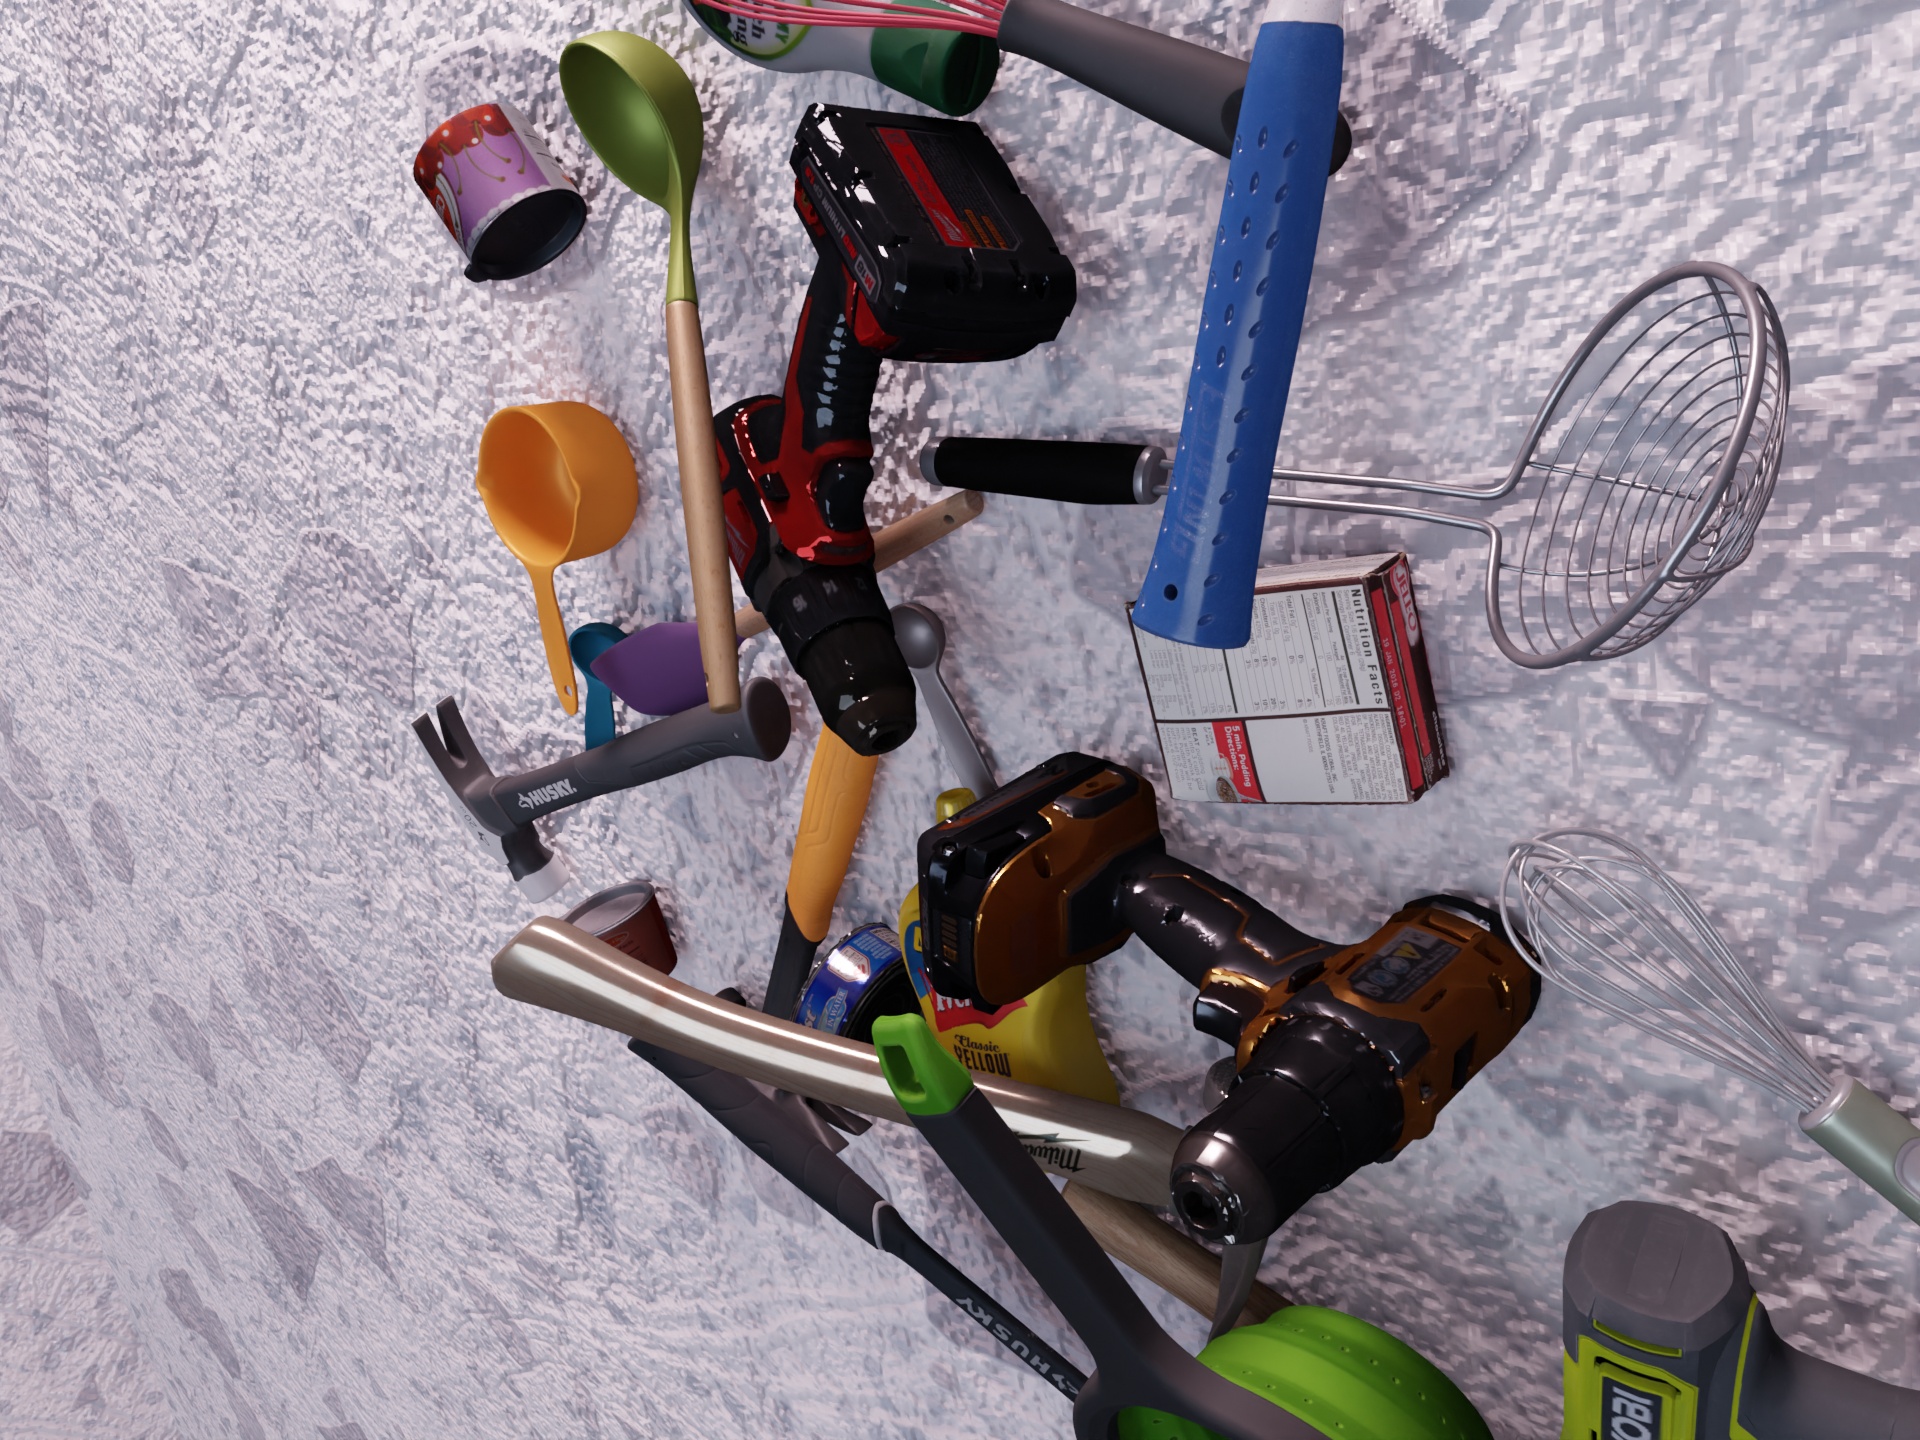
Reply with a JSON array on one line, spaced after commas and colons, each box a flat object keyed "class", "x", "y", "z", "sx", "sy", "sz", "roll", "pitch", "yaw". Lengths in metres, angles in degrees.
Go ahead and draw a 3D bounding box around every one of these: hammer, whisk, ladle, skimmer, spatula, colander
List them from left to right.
[{"class": "hammer", "x": -0.211, "y": 0.024, "z": 0.938, "sx": 0.335, "sy": 0.035, "sz": 0.146, "roll": -17, "pitch": 111, "yaw": 46}, {"class": "ladle", "x": -0.131, "y": -0.156, "z": 0.695, "sx": 0.078, "sy": 0.062, "sz": 0.320, "roll": 133, "pitch": 131, "yaw": -67}, {"class": "spatula", "x": -0.096, "y": -0.055, "z": 0.819, "sx": 0.059, "sy": 0.018, "sz": 0.316, "roll": 45, "pitch": 139, "yaw": -21}, {"class": "hammer", "x": -0.075, "y": 0.093, "z": 0.866, "sx": 0.127, "sy": 0.034, "sz": 0.336, "roll": 36, "pitch": 131, "yaw": 25}, {"class": "hammer", "x": -0.051, "y": 0.180, "z": 0.774, "sx": 0.411, "sy": 0.038, "sz": 0.146, "roll": 13, "pitch": 115, "yaw": 20}, {"class": "hammer", "x": -0.028, "y": 0.297, "z": 0.889, "sx": 0.409, "sy": 0.036, "sz": 0.149, "roll": 36, "pitch": 134, "yaw": 14}, {"class": "whisk", "x": 0.001, "y": -0.257, "z": 0.565, "sx": 0.296, "sy": 0.073, "sz": 0.073, "roll": 26, "pitch": 129, "yaw": 9}, {"class": "colander", "x": 0.108, "y": 0.250, "z": 0.645, "sx": 0.397, "sy": 0.094, "sz": 0.204, "roll": 54, "pitch": 146, "yaw": -11}, {"class": "skimmer", "x": 0.102, "y": -0.096, "z": 0.564, "sx": 0.363, "sy": 0.090, "sz": 0.127, "roll": 13, "pitch": 82, "yaw": 42}, {"class": "hammer", "x": 0.109, "y": -0.219, "z": 0.476, "sx": 0.144, "sy": 0.035, "sz": 0.405, "roll": 20, "pitch": 110, "yaw": 34}, {"class": "hammer", "x": 0.183, "y": 0.308, "z": 0.737, "sx": 0.331, "sy": 0.031, "sz": 0.130, "roll": 25, "pitch": 126, "yaw": 33}, {"class": "whisk", "x": 0.286, "y": 0.123, "z": 0.538, "sx": 0.246, "sy": 0.058, "sz": 0.059, "roll": 41, "pitch": 168, "yaw": 15}]

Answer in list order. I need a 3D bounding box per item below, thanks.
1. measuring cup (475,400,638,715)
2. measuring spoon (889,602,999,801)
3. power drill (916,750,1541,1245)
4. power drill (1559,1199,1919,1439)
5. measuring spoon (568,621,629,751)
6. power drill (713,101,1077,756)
[{"class": "measuring cup", "x": -0.213, "y": -0.091, "z": 0.882, "sx": 0.095, "sy": 0.052, "sz": 0.173, "roll": 11, "pitch": 115, "yaw": 39}, {"class": "measuring spoon", "x": -0.001, "y": -0.002, "z": 0.767, "sx": 0.034, "sy": 0.018, "sz": 0.124, "roll": -10, "pitch": 110, "yaw": 44}, {"class": "power drill", "x": 0.082, "y": 0.102, "z": 0.618, "sx": 0.226, "sy": 0.185, "sz": 0.084, "roll": 22, "pitch": 126, "yaw": 38}, {"class": "power drill", "x": 0.318, "y": 0.262, "z": 0.531, "sx": 0.223, "sy": 0.080, "sz": 0.171, "roll": 10, "pitch": 129, "yaw": 34}, {"class": "measuring spoon", "x": -0.212, "y": -0.013, "z": 0.957, "sx": 0.042, "sy": 0.021, "sz": 0.128, "roll": 22, "pitch": 136, "yaw": 8}, {"class": "power drill", "x": -0.038, "y": -0.114, "z": 0.663, "sx": 0.188, "sy": 0.080, "sz": 0.226, "roll": 64, "pitch": 143, "yaw": 29}]
